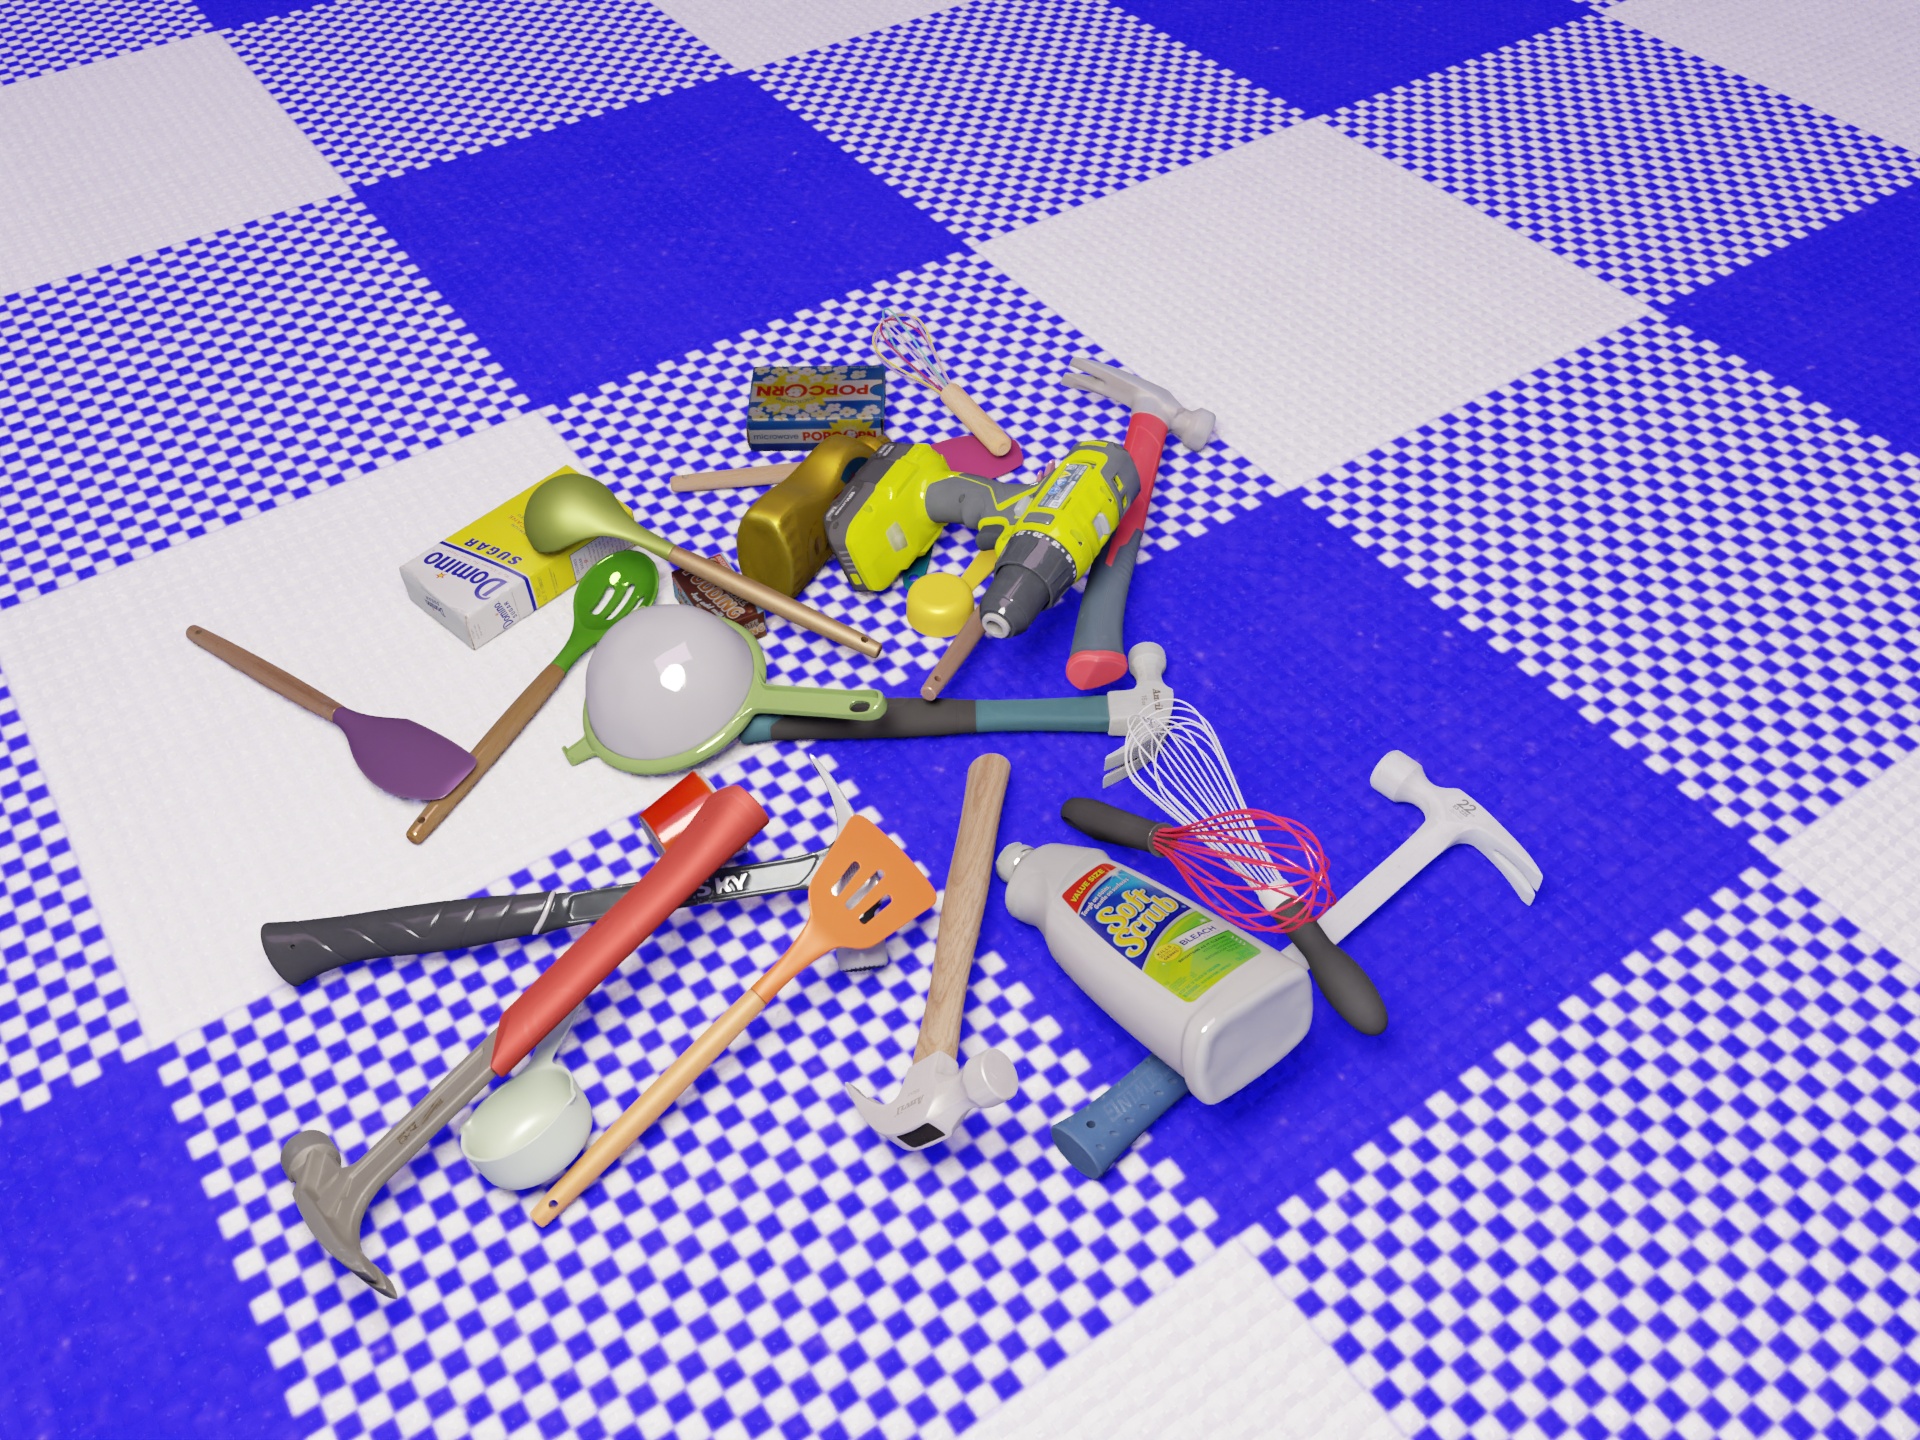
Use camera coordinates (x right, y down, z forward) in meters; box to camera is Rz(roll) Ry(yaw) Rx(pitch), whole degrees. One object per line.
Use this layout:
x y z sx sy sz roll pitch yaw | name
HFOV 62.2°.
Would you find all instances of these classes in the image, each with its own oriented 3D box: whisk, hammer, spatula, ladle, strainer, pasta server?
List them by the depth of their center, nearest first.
-0.249 0.176 0.975 0.359 0.036 0.149 -45 39 -19 | hammer
-0.146 0.193 1.005 0.081 0.041 0.322 46 74 -1 | spatula
0.142 0.082 1.032 0.073 0.073 0.296 -25 16 -21 | whisk
-0.002 0.139 1.051 0.031 0.130 0.332 41 34 -22 | hammer
0.223 0.166 1.056 0.405 0.035 0.144 -34 55 -27 | hammer
0.194 0.095 1.064 0.070 0.070 0.285 -21 55 -18 | whisk
-0.259 0.120 1.065 0.409 0.036 0.149 -8 80 -3 | hammer
-0.179 -0.034 1.180 0.256 0.069 0.152 5 56 23 | strainer
-0.002 -0.004 1.217 0.331 0.033 0.128 -1 46 0 | hammer
-0.499 -0.012 1.230 0.316 0.018 0.060 25 58 25 | spatula
-0.208 -0.116 1.277 0.320 0.062 0.078 25 57 8 | ladle
0.041 -0.118 1.296 0.060 0.040 0.316 29 45 5 | pasta server
0.122 -0.171 1.321 0.143 0.038 0.387 23 45 -4 | hammer
-0.017 -0.322 1.495 0.047 0.051 0.245 -17 47 -24 | whisk

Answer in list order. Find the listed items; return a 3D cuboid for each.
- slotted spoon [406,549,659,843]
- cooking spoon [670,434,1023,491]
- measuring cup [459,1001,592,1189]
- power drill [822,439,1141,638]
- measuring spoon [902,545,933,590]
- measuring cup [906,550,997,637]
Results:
-0.332 -0.022 1.242 0.070 0.031 0.314 18 52 17 | slotted spoon
-0.101 -0.228 1.434 0.319 0.017 0.069 -7 47 -7 | cooking spoon
-0.256 0.228 1.006 0.083 0.038 0.168 -19 26 16 | measuring cup
0.008 -0.147 1.257 0.229 0.080 0.191 10 52 36 | power drill
-0.028 -0.157 1.373 0.042 0.021 0.129 4 56 15 | measuring spoon
0.010 -0.129 1.332 0.062 0.029 0.156 25 55 22 | measuring cup
